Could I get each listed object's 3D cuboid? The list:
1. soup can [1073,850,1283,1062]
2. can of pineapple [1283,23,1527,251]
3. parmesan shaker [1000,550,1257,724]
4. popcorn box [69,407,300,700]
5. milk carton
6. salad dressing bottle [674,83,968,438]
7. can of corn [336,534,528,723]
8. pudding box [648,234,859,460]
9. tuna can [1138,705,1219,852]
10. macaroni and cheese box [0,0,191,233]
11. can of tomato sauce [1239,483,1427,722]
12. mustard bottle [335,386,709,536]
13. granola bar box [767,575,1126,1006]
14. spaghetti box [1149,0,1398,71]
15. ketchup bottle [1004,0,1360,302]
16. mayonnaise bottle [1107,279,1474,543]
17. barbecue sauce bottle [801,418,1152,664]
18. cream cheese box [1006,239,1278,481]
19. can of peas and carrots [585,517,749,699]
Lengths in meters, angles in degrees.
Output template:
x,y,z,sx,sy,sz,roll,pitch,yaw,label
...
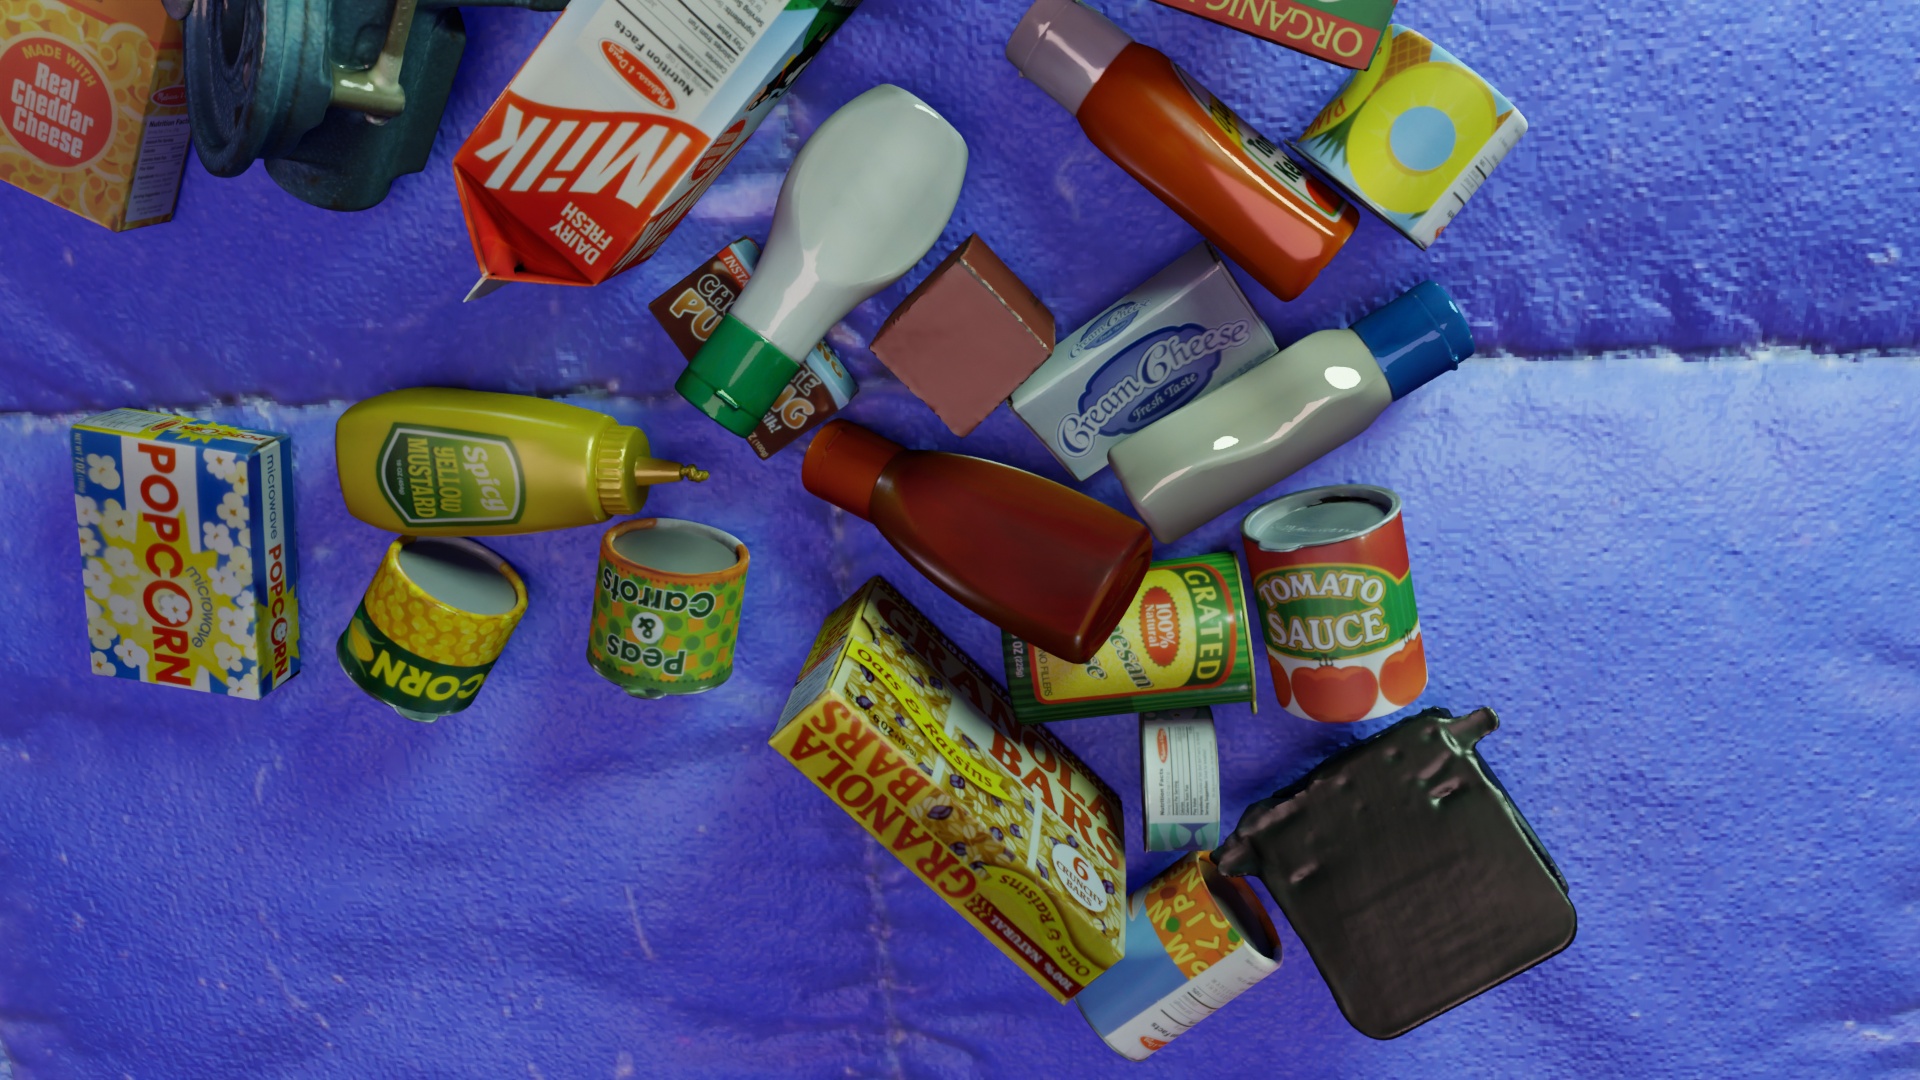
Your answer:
x,y,z,sx,sy,sz,roll,pitch,yaw,label
0.098,0.193,0.658,0.083,0.071,0.071,-41,101,16,soup can
0.168,-0.154,0.527,0.071,0.071,0.057,36,109,-7,can of pineapple
0.073,0.046,0.605,0.103,0.071,0.071,-8,109,8,parmesan shaker
-0.361,0.007,0.652,0.085,0.038,0.126,9,110,2,popcorn box
-0.129,-0.169,0.549,0.073,0.072,0.190,42,107,-9,milk carton
-0.057,-0.110,0.555,0.064,0.044,0.147,36,91,-18,salad dressing bottle
-0.240,0.038,0.634,0.071,0.071,0.058,33,109,-6,can of corn
-0.088,-0.083,0.597,0.049,0.030,0.083,-32,103,14,pudding box
0.098,0.108,0.629,0.033,0.071,0.070,-2,109,6,tuna can
-0.373,-0.230,0.569,0.124,0.040,0.165,25,110,-4,macaroni and cheese box
0.159,0.027,0.590,0.071,0.071,0.082,-12,108,10,can of tomato sauce
-0.191,-0.034,0.615,0.160,0.049,0.065,2,111,5,mustard bottle
0.002,0.101,0.603,0.165,0.125,0.039,44,108,-10,granola bar box
0.036,-0.228,0.488,0.250,0.029,0.050,19,112,0,spaghetti box
0.085,-0.155,0.540,0.149,0.065,0.043,39,117,1,ketchup bottle
0.135,-0.053,0.570,0.148,0.064,0.041,-31,65,8,mayonnaise bottle
0.002,-0.007,0.581,0.149,0.065,0.043,27,156,22,barbecue sauce bottle
0.075,-0.073,0.578,0.103,0.024,0.053,-34,126,16,cream cheese box
-0.131,0.029,0.619,0.071,0.071,0.058,13,110,1,can of peas and carrots
